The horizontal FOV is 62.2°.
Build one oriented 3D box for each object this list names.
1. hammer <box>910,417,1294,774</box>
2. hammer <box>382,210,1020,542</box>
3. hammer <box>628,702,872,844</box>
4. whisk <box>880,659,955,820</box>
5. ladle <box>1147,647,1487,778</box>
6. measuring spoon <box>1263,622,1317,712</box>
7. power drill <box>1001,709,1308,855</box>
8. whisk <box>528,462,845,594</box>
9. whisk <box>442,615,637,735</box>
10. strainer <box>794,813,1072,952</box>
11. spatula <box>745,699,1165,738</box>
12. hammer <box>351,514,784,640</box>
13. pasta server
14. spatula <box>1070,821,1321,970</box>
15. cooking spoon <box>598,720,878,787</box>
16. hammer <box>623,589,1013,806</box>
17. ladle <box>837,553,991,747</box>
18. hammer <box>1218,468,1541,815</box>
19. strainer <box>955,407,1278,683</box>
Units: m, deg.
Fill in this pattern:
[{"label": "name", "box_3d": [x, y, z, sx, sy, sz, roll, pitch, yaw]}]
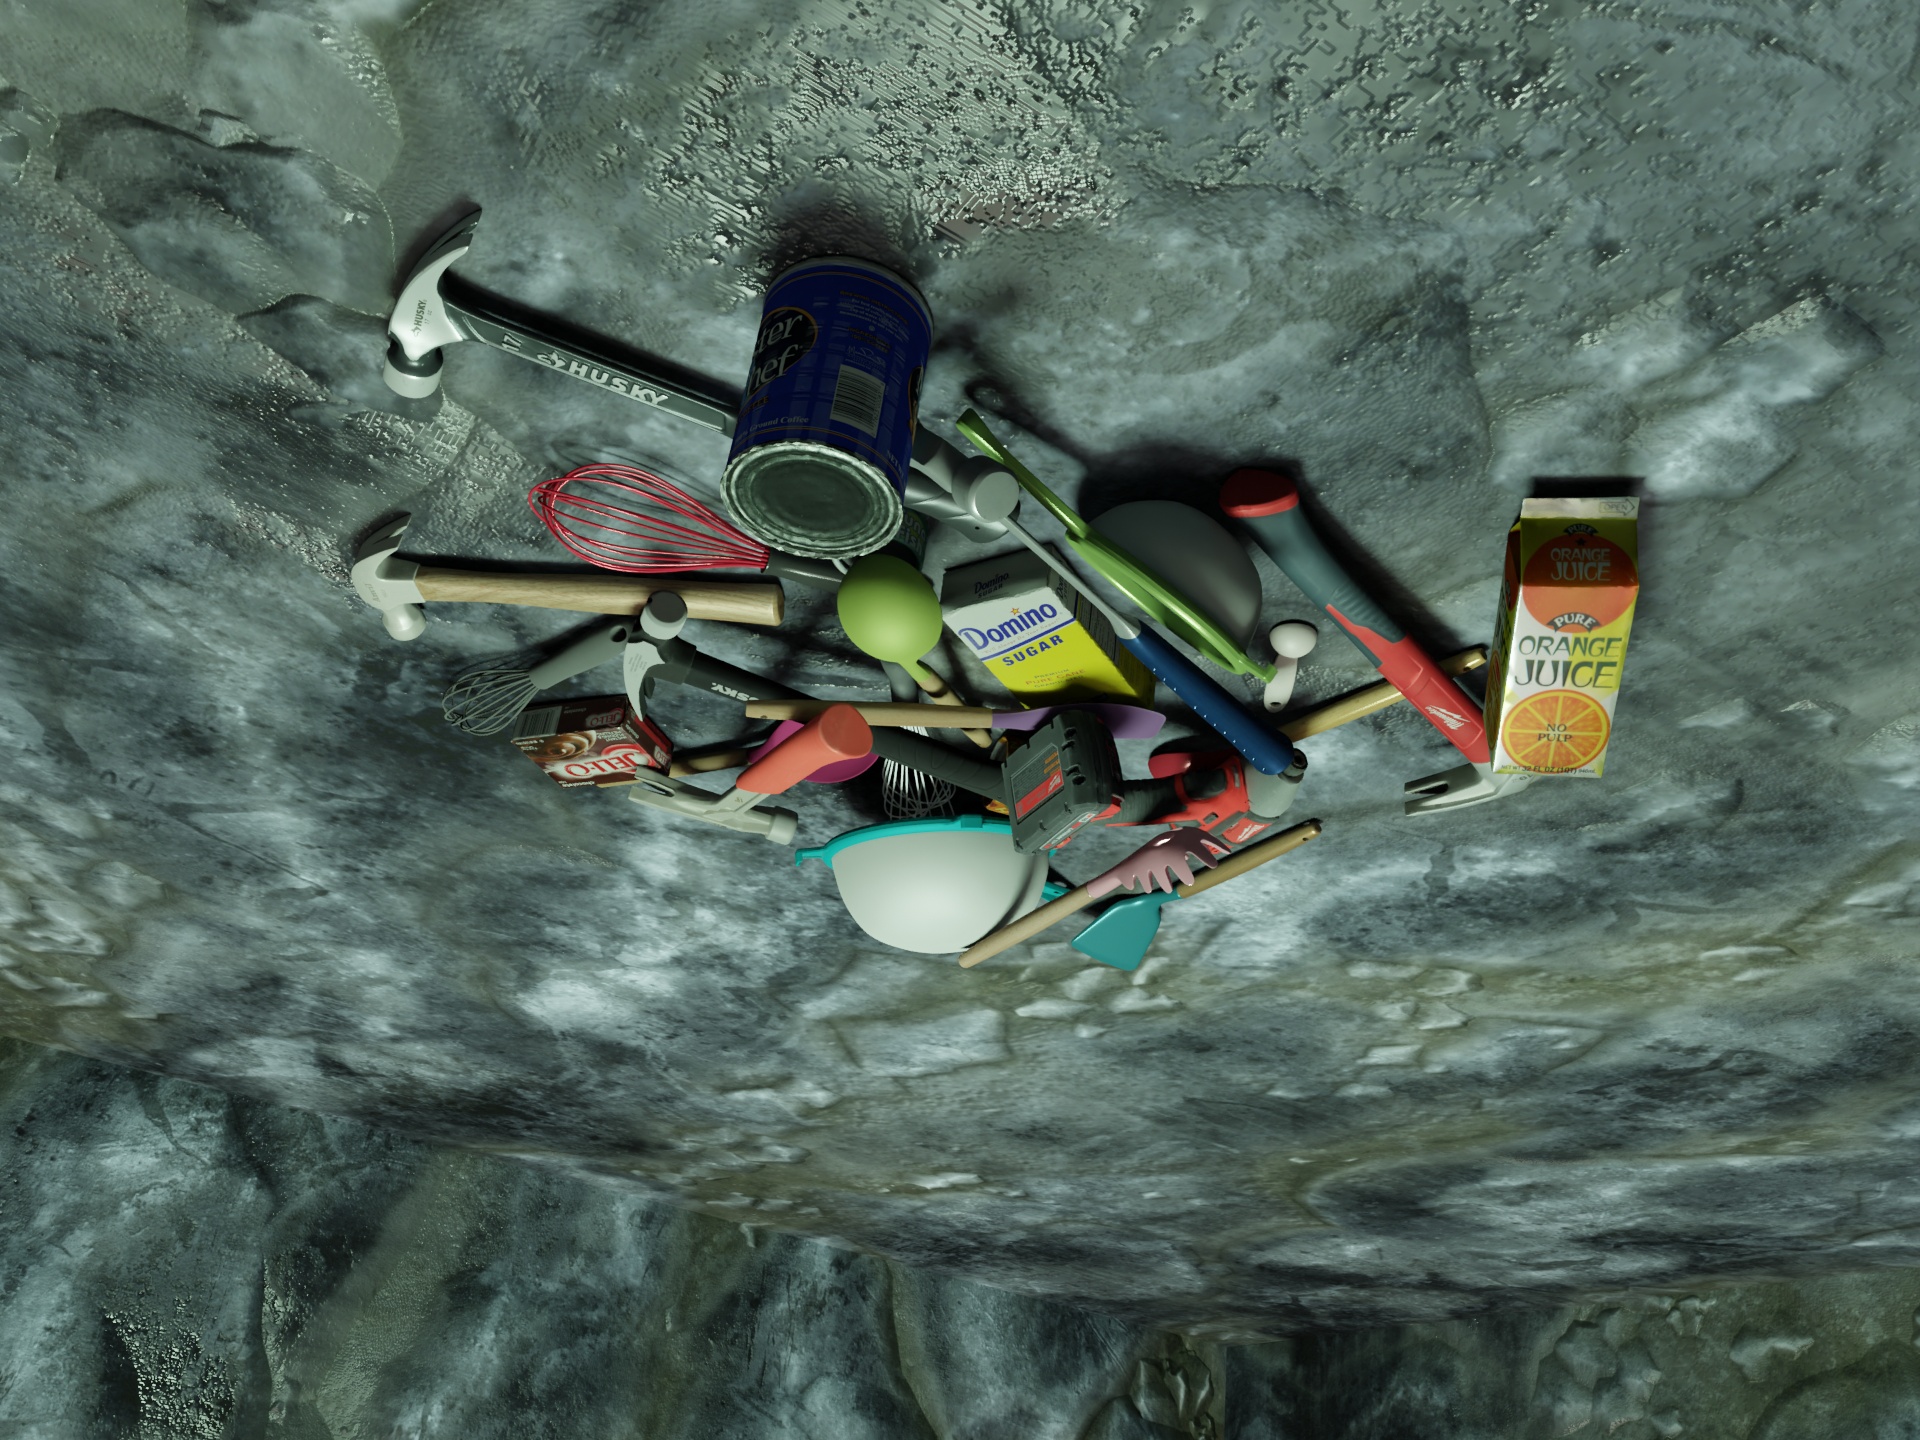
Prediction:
[{"label": "hammer", "box_3d": [0.102, -0.070, 1.054, 0.405, 0.035, 0.144, 36, -177, -40]}, {"label": "hammer", "box_3d": [-0.150, -0.196, 1.007, 0.408, 0.036, 0.149, 18, 147, -18]}, {"label": "hammer", "box_3d": [-0.158, 0.040, 1.256, 0.149, 0.037, 0.359, 18, 161, -17]}, {"label": "whisk", "box_3d": [-0.041, 0.009, 1.310, 0.070, 0.070, 0.284, 4, 145, 6]}, {"label": "ladle", "box_3d": [0.274, 0.005, 1.258, 0.069, 0.031, 0.315, 26, 143, -35]}, {"label": "measuring spoon", "box_3d": [0.246, -0.034, 1.205, 0.034, 0.018, 0.124, 4, 150, 5]}, {"label": "power drill", "box_3d": [0.155, 0.053, 1.227, 0.219, 0.079, 0.143, 5, 153, -28]}, {"label": "whisk", "box_3d": [-0.155, -0.119, 1.118, 0.295, 0.073, 0.073, 13, 150, -21]}, {"label": "whisk", "box_3d": [-0.345, -0.040, 1.307, 0.239, 0.055, 0.055, -21, 139, 32]}, {"label": "strainer", "box_3d": [0.018, 0.170, 1.454, 0.211, 0.095, 0.340, -14, 157, 30]}, {"label": "spatula", "box_3d": [-0.002, -0.004, 1.193, 0.316, 0.018, 0.059, 2, 154, -7]}, {"label": "hammer", "box_3d": [-0.299, -0.099, 1.205, 0.331, 0.031, 0.130, 4, 150, 6]}, {"label": "pasta server", "box_3d": [0.095, 0.152, 1.282, 0.040, 0.060, 0.316, 55, 136, 2]}, {"label": "spatula", "box_3d": [0.230, 0.165, 1.520, 0.082, 0.044, 0.317, 26, 144, -22]}, {"label": "cooking spoon", "box_3d": [-0.205, 0.034, 1.408, 0.319, 0.017, 0.068, -9, 104, 31]}, {"label": "hammer", "box_3d": [-0.102, 0.002, 1.244, 0.334, 0.035, 0.146, 21, 148, -13]}, {"label": "ladle", "box_3d": [-0.016, -0.039, 1.201, 0.078, 0.062, 0.320, 21, 170, 21]}, {"label": "hammer", "box_3d": [0.290, -0.047, 1.128, 0.143, 0.038, 0.385, -23, 135, 37]}, {"label": "strainer", "box_3d": [0.108, -0.131, 1.025, 0.256, 0.069, 0.152, 39, -177, -22]}]
